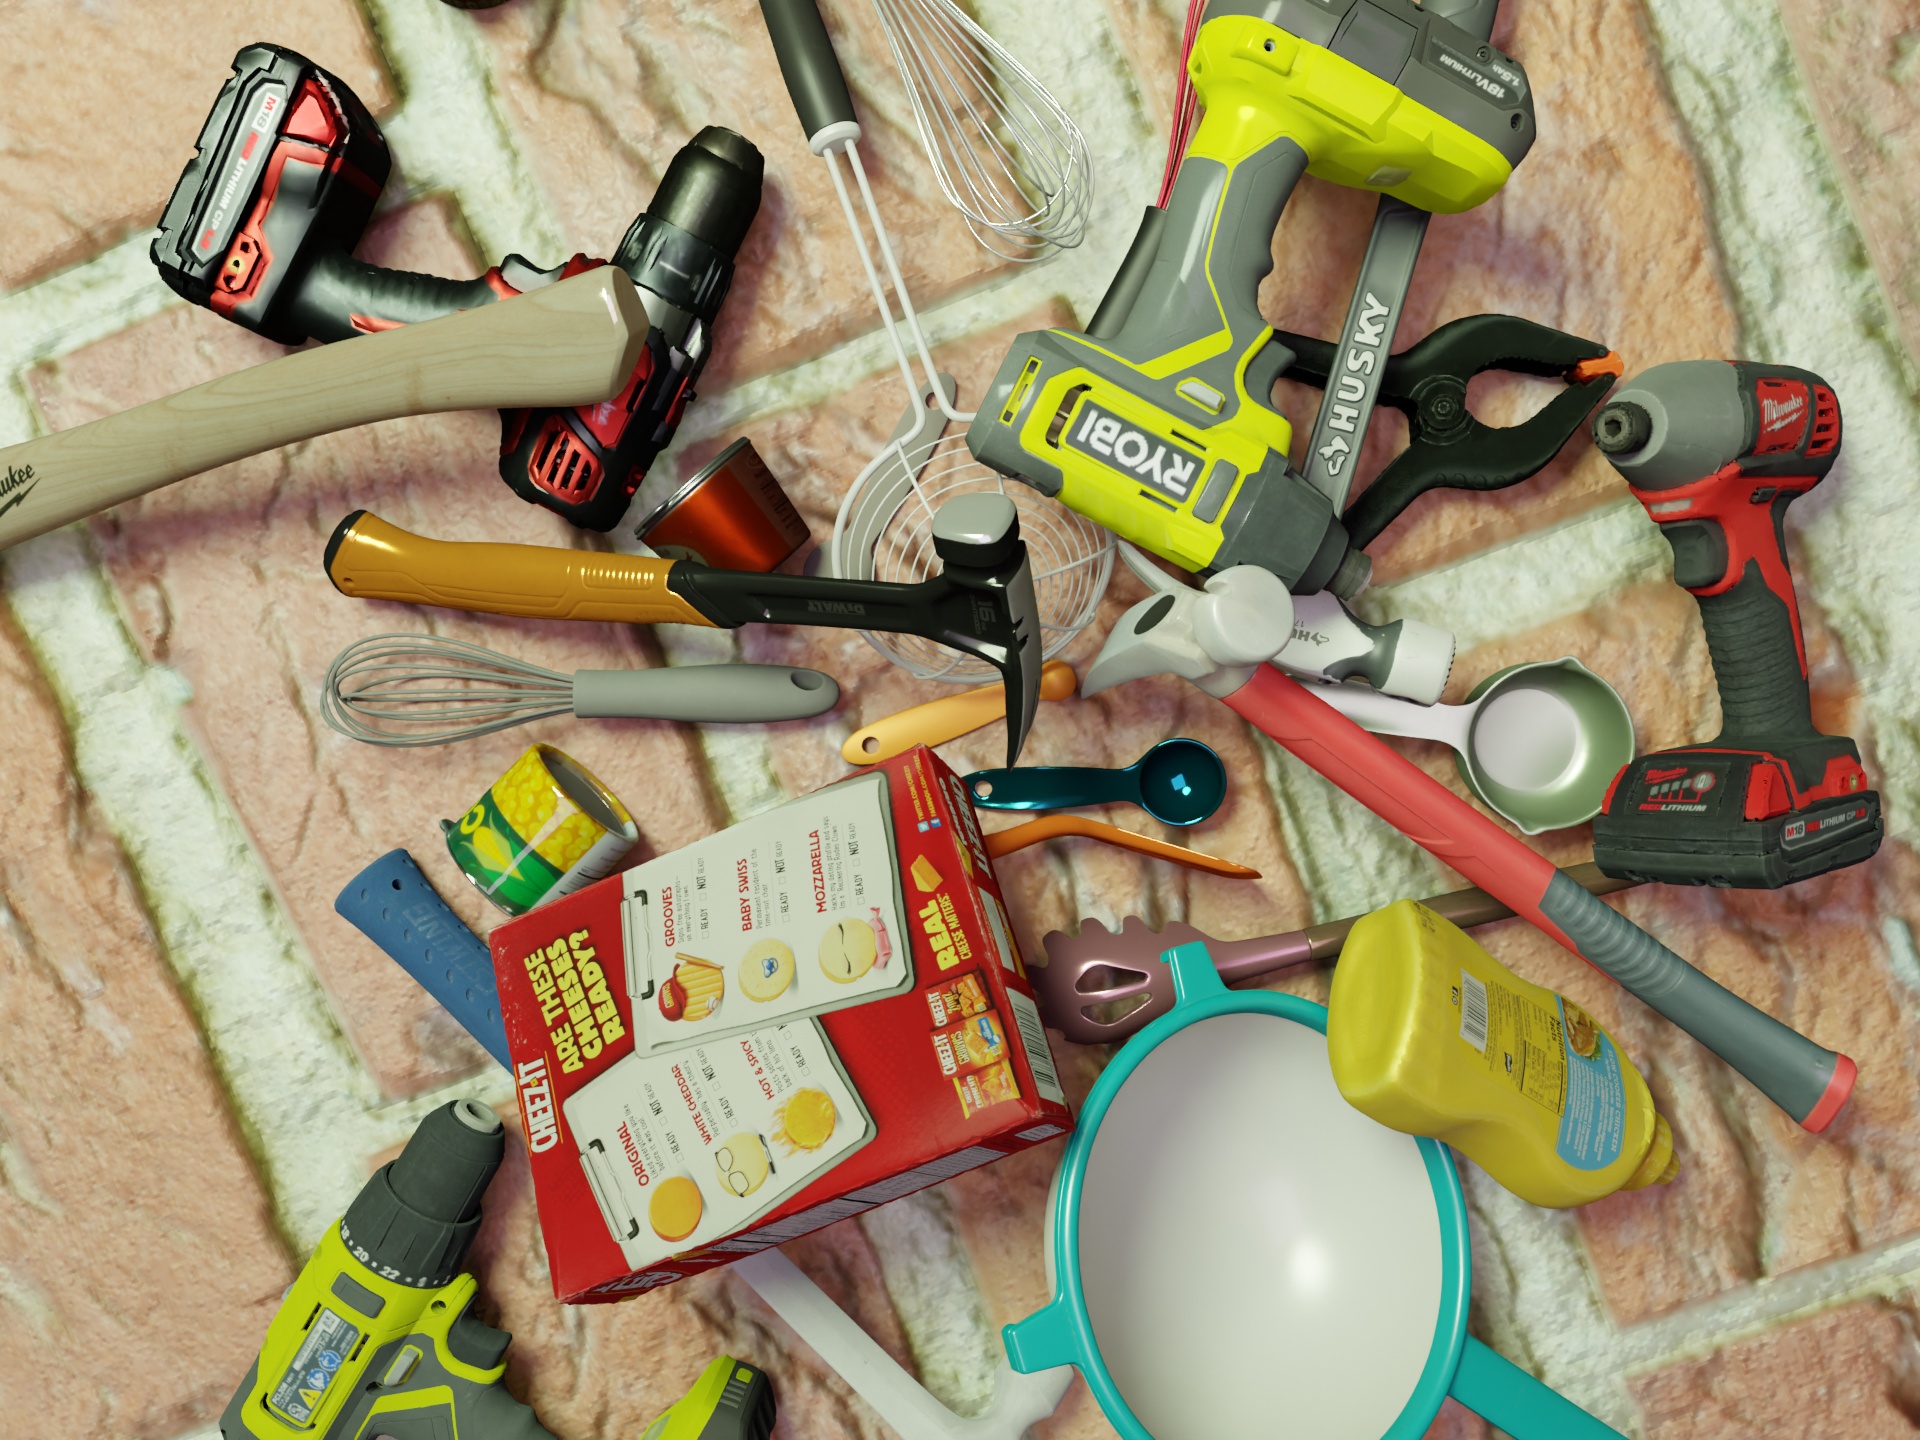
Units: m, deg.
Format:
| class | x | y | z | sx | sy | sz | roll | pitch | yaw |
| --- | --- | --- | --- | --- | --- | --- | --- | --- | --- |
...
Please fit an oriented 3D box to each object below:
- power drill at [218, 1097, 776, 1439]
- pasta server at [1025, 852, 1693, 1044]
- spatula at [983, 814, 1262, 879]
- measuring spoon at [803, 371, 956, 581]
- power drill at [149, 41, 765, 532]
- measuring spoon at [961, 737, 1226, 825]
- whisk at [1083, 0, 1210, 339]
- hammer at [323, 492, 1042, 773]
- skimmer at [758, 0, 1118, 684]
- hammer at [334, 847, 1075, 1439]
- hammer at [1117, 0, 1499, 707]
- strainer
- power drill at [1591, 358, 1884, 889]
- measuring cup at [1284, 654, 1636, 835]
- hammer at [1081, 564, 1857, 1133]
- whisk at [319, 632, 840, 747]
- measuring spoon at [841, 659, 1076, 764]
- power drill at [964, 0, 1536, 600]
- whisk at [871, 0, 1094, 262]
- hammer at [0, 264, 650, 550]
| class | x | y | z | sx | sy | sz | roll | pitch | yaw |
| --- | --- | --- | --- | --- | --- | --- | --- | --- | --- |
| power drill | -0.205 | 0.305 | 0.741 | 0.228 | 0.080 | 0.190 | 32 | 94 | 2 |
| pasta server | 0.186 | 0.098 | 0.745 | 0.316 | 0.040 | 0.060 | -13 | 93 | -2 |
| spatula | -0.025 | 0.074 | 0.735 | 0.322 | 0.081 | 0.041 | -9 | 82 | 7 |
| measuring spoon | -0.035 | -0.107 | 0.738 | 0.034 | 0.018 | 0.124 | 29 | 93 | -1 |
| power drill | -0.212 | -0.212 | 0.708 | 0.226 | 0.080 | 0.188 | 27 | 94 | -3 |
| measuring spoon | 0.060 | 0.028 | 0.749 | 0.128 | 0.021 | 0.042 | -2 | 104 | 10 |
| whisk | 0.103 | -0.243 | 0.710 | 0.073 | 0.073 | 0.296 | 25 | 100 | -1 |
| hammer | -0.128 | -0.051 | 0.691 | 0.337 | 0.034 | 0.127 | 7 | 136 | 19 |
| skimmer | -0.035 | -0.195 | 0.721 | 0.127 | 0.090 | 0.363 | -19 | 81 | 1 |
| hammer | -0.133 | 0.215 | 0.727 | 0.405 | 0.035 | 0.144 | 43 | 51 | 3 |
| hammer | 0.187 | -0.219 | 0.695 | 0.149 | 0.036 | 0.409 | 16 | 86 | 9 |
| strainer | 0.165 | 0.266 | 0.720 | 0.340 | 0.095 | 0.211 | 36 | 62 | -15 |
| power drill | 0.324 | -0.044 | 0.680 | 0.143 | 0.078 | 0.219 | -6 | 93 | -37 |
| measuring cup | 0.221 | 0.001 | 0.731 | 0.167 | 0.038 | 0.083 | 12 | 94 | 2 |
| hammer | 0.229 | 0.066 | 0.692 | 0.386 | 0.143 | 0.038 | 34 | 73 | -11 |
| whisk | -0.175 | -0.014 | 0.737 | 0.239 | 0.055 | 0.055 | 0 | 94 | -4 |
| measuring spoon | -0.001 | -0.002 | 0.747 | 0.117 | 0.011 | 0.021 | -19 | 93 | 2 |
| power drill | 0.125 | -0.168 | 0.637 | 0.171 | 0.080 | 0.223 | 27 | 93 | -5 |
| whisk | -0.030 | -0.327 | 0.707 | 0.070 | 0.070 | 0.284 | -34 | 88 | 3 |
| hammer | -0.329 | -0.131 | 0.676 | 0.410 | 0.038 | 0.146 | -13 | 112 | 13 |
